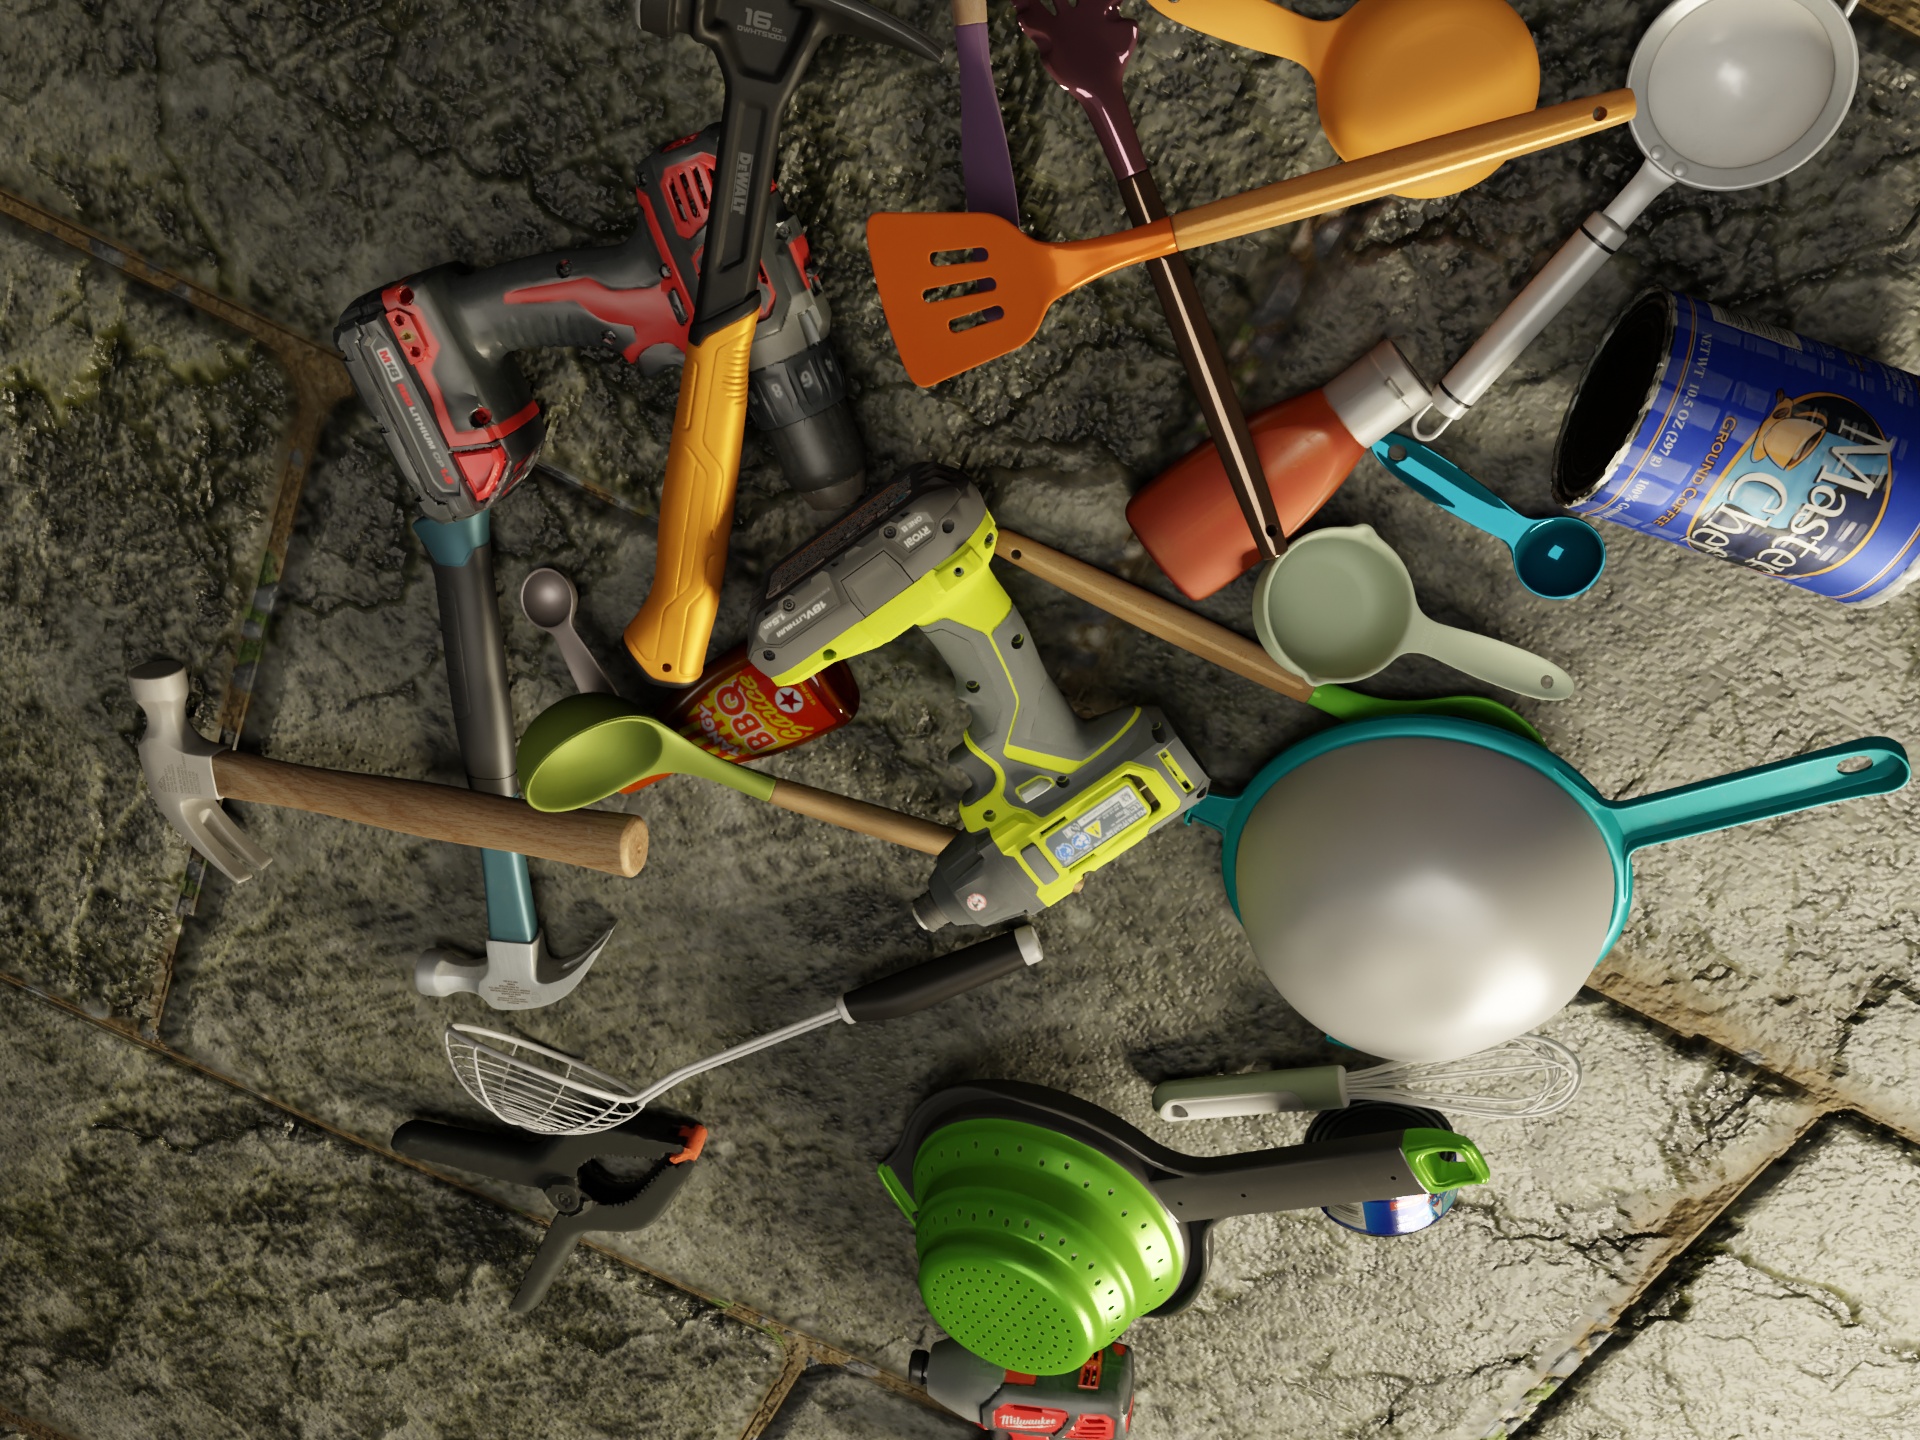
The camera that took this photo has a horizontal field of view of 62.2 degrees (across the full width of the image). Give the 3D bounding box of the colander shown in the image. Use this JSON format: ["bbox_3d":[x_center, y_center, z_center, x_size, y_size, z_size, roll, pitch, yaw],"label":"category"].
[{"bbox_3d":[0.102,0.296,0.901,0.397,0.094,0.204,-21,112,37],"label":"colander"}]

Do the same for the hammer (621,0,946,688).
[{"bbox_3d":[-0.103,-0.160,0.729,0.127,0.034,0.336,12,121,-6],"label":"hammer"}]

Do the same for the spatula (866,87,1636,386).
[{"bbox_3d":[0.115,-0.216,0.676,0.322,0.041,0.081,-12,112,13],"label":"spatula"}]

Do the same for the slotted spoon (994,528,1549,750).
[{"bbox_3d":[0.160,-0.029,0.825,0.314,0.031,0.070,25,118,-1],"label":"slotted spoon"}]

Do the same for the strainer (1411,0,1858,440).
[{"bbox_3d":[0.287,-0.222,0.698,0.087,0.050,0.258,39,122,0],"label":"strainer"}]

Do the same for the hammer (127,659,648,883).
[{"bbox_3d":[-0.331,0.049,0.915,0.331,0.031,0.130,8,116,17],"label":"hammer"}]

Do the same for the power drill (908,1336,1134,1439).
[{"bbox_3d":[0.041,0.479,1.050,0.143,0.079,0.219,3,128,8],"label":"power drill"}]

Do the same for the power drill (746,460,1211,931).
[{"bbox_3d":[-0.001,-0.003,0.811,0.171,0.080,0.223,-35,109,10],"label":"power drill"}]

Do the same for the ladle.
[{"bbox_3d":[-0.078,0.054,0.859,0.320,0.062,0.078,18,136,-15],"label":"ladle"}]

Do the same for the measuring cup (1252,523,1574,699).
[{"bbox_3d":[0.224,-0.042,0.794,0.167,0.038,0.083,19,89,-8],"label":"measuring cup"}]

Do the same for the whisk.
[{"bbox_3d":[0.230,0.213,0.923,0.246,0.059,0.057,-10,125,20],"label":"whisk"}]

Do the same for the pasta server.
[{"bbox_3d":[0.089,-0.218,0.711,0.060,0.040,0.316,-24,102,-3],"label":"pasta server"}]

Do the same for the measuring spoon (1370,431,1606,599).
[{"bbox_3d":[0.256,-0.106,0.778,0.128,0.021,0.042,34,118,3],"label":"measuring spoon"}]

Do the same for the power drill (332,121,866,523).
[{"bbox_3d":[-0.167,-0.168,0.787,0.226,0.080,0.187,-16,113,14],"label":"power drill"}]

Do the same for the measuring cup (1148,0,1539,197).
[{"bbox_3d":[0.160,-0.278,0.668,0.173,0.052,0.095,15,120,-10],"label":"measuring cup"}]

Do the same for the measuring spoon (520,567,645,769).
[{"bbox_3d":[-0.202,-0.028,0.876,0.034,0.018,0.124,-29,90,23],"label":"measuring spoon"}]

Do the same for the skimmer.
[{"bbox_3d":[-0.132,0.167,0.958,0.363,0.127,0.090,-21,70,7],"label":"skimmer"}]

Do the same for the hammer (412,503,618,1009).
[{"bbox_3d":[-0.275,0.029,0.927,0.128,0.033,0.330,5,117,9],"label":"hammer"}]

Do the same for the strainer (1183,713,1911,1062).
[{"bbox_3d":[0.285,0.088,0.786,0.340,0.095,0.210,-20,116,32],"label":"strainer"}]

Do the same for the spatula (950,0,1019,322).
[{"bbox_3d":[0.002,-0.331,0.693,0.018,0.060,0.315,-14,112,-17],"label":"spatula"}]
